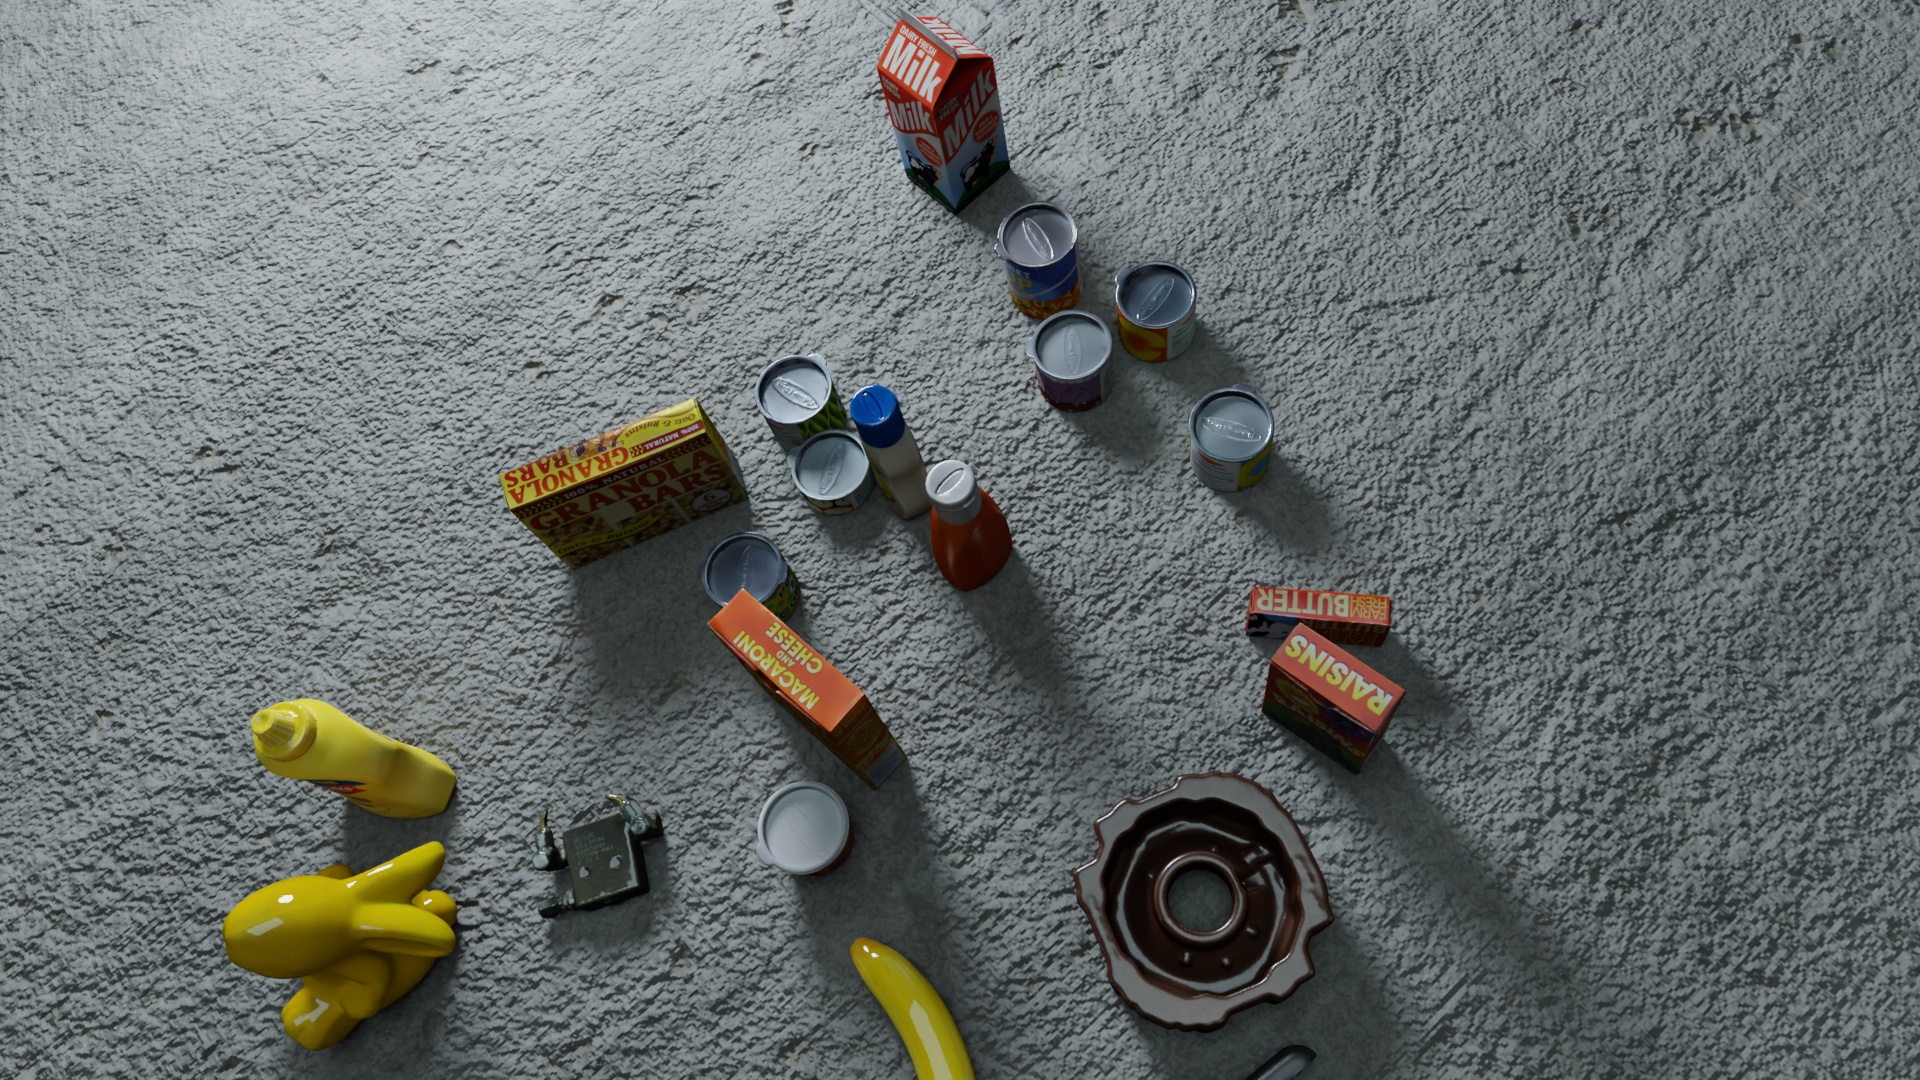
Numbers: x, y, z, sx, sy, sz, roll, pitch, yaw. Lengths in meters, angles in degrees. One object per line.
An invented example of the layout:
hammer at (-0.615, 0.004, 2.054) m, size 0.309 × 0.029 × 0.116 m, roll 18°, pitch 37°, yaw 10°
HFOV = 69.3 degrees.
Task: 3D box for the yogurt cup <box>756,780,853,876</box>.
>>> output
yogurt cup at (-0.111, 0.218, 1.032) m, size 0.072 × 0.053 × 0.072 m, roll -3°, pitch 66°, yaw 7°

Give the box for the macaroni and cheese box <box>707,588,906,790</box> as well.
macaroni and cheese box at (-0.109, 0.113, 1.015) m, size 0.124 × 0.166 × 0.040 m, roll 38°, pitch 77°, yaw 21°

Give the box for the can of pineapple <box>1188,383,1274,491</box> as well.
can of pineapple at (0.217, -0.081, 1.111) m, size 0.071 × 0.057 × 0.071 m, roll -3°, pitch 66°, yaw 7°

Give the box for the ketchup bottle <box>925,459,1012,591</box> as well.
ketchup bottle at (0.004, -0.013, 1.063) m, size 0.065 × 0.148 × 0.043 m, roll -44°, pitch 68°, yaw -11°

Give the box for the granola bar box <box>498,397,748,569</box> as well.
granola bar box at (-0.269, -0.043, 1.131) m, size 0.166 × 0.123 × 0.039 m, roll -22°, pitch 66°, yaw -1°

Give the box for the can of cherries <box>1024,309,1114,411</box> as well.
can of cherries at (0.092, -0.149, 1.159) m, size 0.071 × 0.058 × 0.072 m, roll -3°, pitch 66°, yaw 7°

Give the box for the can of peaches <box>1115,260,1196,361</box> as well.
can of peaches at (0.163, -0.193, 1.168) m, size 0.071 × 0.058 × 0.071 m, roll -3°, pitch 66°, yaw 7°

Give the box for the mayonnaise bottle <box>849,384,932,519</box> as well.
mayonnaise bottle at (-0.056, -0.072, 1.099) m, size 0.041 × 0.147 × 0.065 m, roll -30°, pitch 66°, yaw -5°

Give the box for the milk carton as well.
milk carton at (-0.015, -0.377, 1.202) m, size 0.073 × 0.190 × 0.072 m, roll -43°, pitch 68°, yaw -10°

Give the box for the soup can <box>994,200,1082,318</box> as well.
soup can at (0.067, -0.237, 1.188) m, size 0.071 × 0.083 × 0.071 m, roll -3°, pitch 66°, yaw 7°

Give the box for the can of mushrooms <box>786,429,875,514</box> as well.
can of mushrooms at (-0.108, -0.058, 1.163) m, size 0.071 × 0.033 × 0.071 m, roll -3°, pitch 66°, yaw 7°

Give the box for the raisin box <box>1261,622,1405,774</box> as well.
raisin box at (0.260, 0.114, 0.983) m, size 0.086 × 0.123 × 0.040 m, roll 36°, pitch 76°, yaw 21°

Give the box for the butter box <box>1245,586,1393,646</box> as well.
butter box at (0.269, 0.058, 1.045) m, size 0.103 × 0.053 × 0.024 m, roll 4°, pitch 68°, yaw 10°

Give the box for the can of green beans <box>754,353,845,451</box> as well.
can of green beans at (-0.135, -0.114, 1.178) m, size 0.071 × 0.057 × 0.071 m, roll -3°, pitch 66°, yaw 7°

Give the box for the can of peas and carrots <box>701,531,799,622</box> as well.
can of peas and carrots at (-0.165, 0.034, 1.117) m, size 0.071 × 0.058 × 0.071 m, roll -3°, pitch 66°, yaw 7°
